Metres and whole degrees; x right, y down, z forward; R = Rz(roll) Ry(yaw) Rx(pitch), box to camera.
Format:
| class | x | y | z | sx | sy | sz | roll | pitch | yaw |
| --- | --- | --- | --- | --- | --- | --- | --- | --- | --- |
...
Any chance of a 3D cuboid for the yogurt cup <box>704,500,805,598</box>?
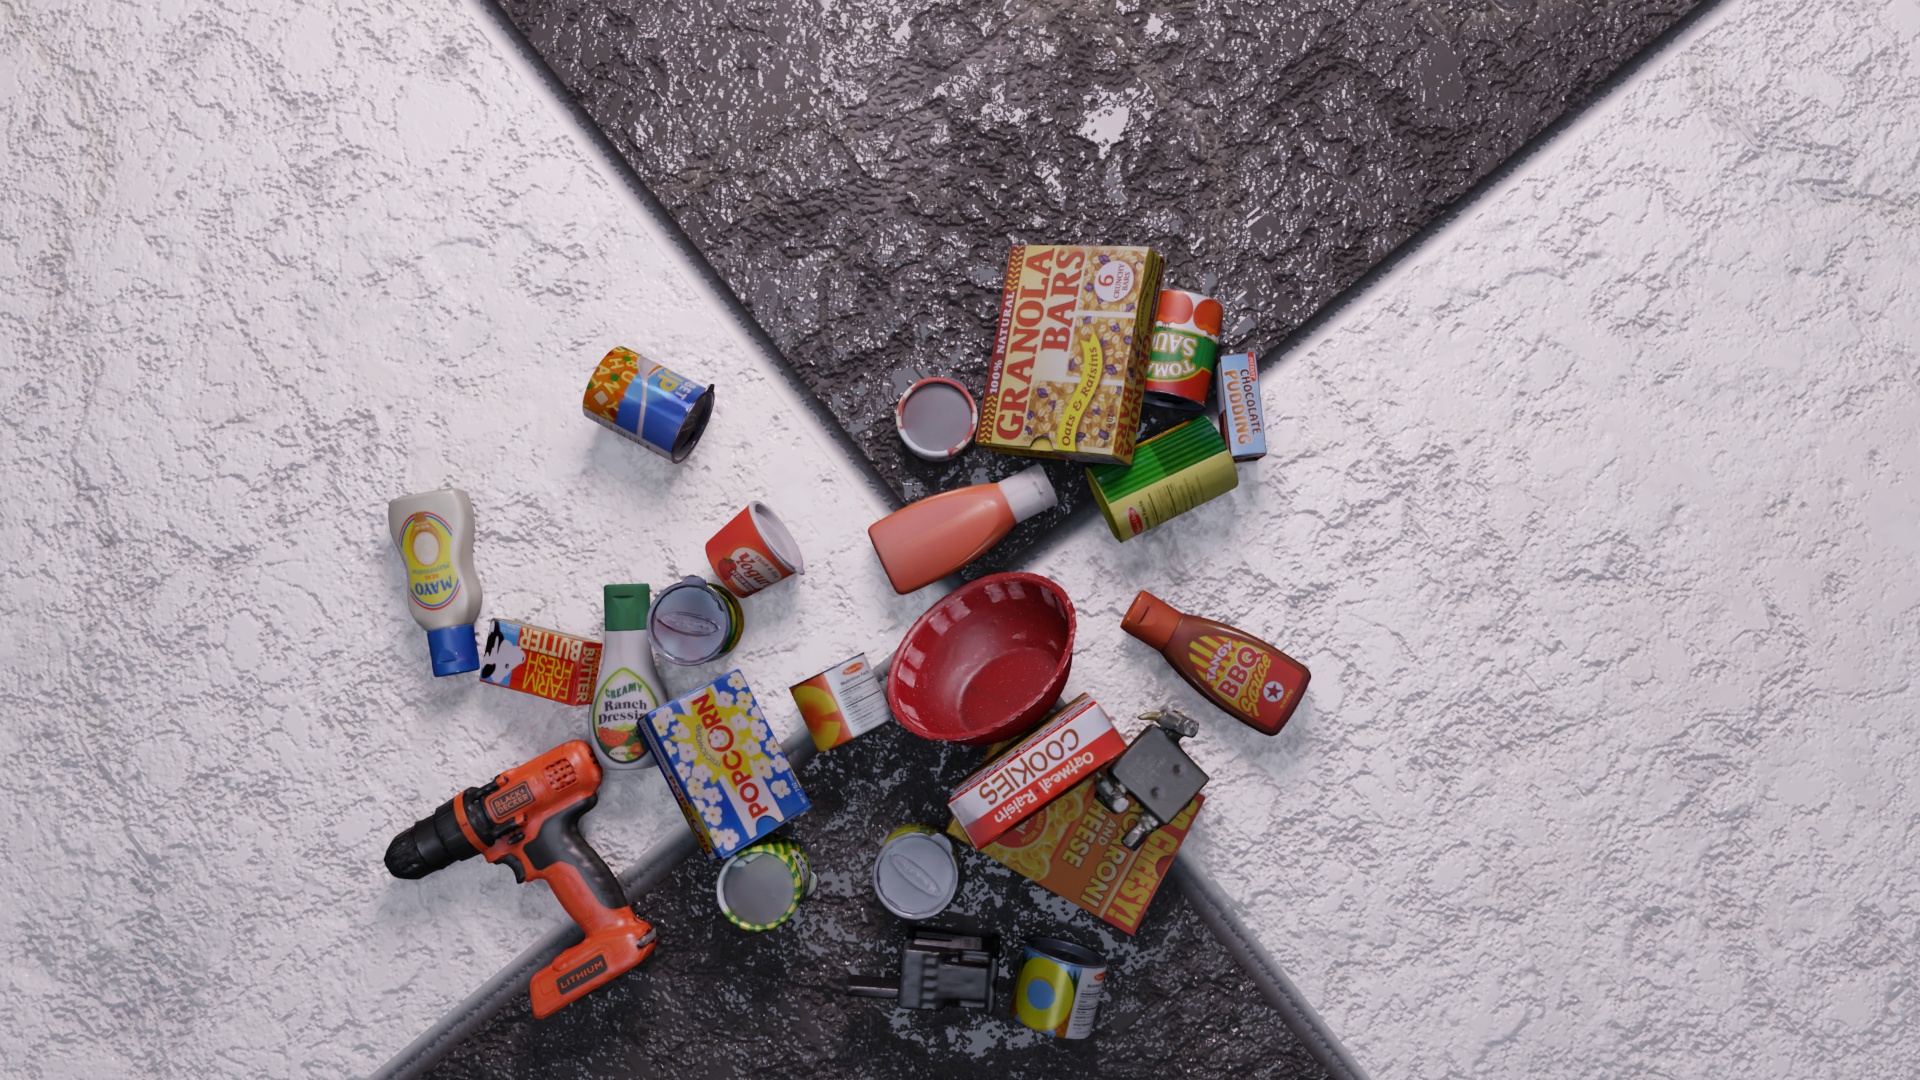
| class | x | y | z | sx | sy | sz | roll | pitch | yaw |
| --- | --- | --- | --- | --- | --- | --- | --- | --- | --- |
| yogurt cup | -0.166 | 0.010 | 1.107 | 0.054 | 0.072 | 0.072 | -34 | 87 | 8 |

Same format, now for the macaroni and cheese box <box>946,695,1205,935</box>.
| class | x | y | z | sx | sy | sz | roll | pitch | yaw |
| --- | --- | --- | --- | --- | --- | --- | --- | --- | --- |
| macaroni and cheese box | 0.091 | 0.215 | 1.098 | 0.166 | 0.040 | 0.123 | 29 | 88 | 3 |

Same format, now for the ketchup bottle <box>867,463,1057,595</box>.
| class | x | y | z | sx | sy | sz | roll | pitch | yaw |
| --- | --- | --- | --- | --- | --- | --- | --- | --- | --- |
| ketchup bottle | 0.004 | -0.014 | 1.112 | 0.149 | 0.043 | 0.064 | -25 | 88 | 0 |

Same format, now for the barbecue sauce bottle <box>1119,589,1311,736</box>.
| class | x | y | z | sx | sy | sz | roll | pitch | yaw |
| --- | --- | --- | --- | --- | --- | --- | --- | --- | --- |
| barbecue sauce bottle | 0.199 | 0.092 | 1.100 | 0.148 | 0.043 | 0.065 | 31 | 88 | 3 |

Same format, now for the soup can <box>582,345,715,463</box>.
| class | x | y | z | sx | sy | sz | roll | pitch | yaw |
| --- | --- | --- | --- | --- | --- | --- | --- | --- | --- |
| soup can | -0.248 | -0.112 | 1.113 | 0.084 | 0.071 | 0.071 | 27 | 89 | 3 |

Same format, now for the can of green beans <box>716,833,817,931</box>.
| class | x | y | z | sx | sy | sz | roll | pitch | yaw |
| --- | --- | --- | --- | --- | --- | --- | --- | --- | --- |
| can of green beans | -0.154 | 0.269 | 1.095 | 0.071 | 0.058 | 0.071 | 0 | 87 | 2 |

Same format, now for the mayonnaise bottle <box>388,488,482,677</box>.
| class | x | y | z | sx | sy | sz | roll | pitch | yaw |
| --- | --- | --- | --- | --- | --- | --- | --- | --- | --- |
| mayonnaise bottle | -0.419 | 0.035 | 1.123 | 0.065 | 0.041 | 0.148 | -11 | 86 | 1 |

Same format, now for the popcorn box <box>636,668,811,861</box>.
| class | x | y | z | sx | sy | sz | roll | pitch | yaw |
| --- | --- | --- | --- | --- | --- | --- | --- | --- | --- |
| popcorn box | -0.186 | 0.176 | 1.091 | 0.085 | 0.038 | 0.126 | -26 | 86 | -35 |

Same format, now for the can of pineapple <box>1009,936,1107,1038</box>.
| class | x | y | z | sx | sy | sz | roll | pitch | yaw |
| --- | --- | --- | --- | --- | --- | --- | --- | --- | --- |
| can of pineapple | 0.075 | 0.347 | 1.081 | 0.071 | 0.071 | 0.058 | 14 | 88 | 2 |

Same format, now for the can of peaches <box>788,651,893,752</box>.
| class | x | y | z | sx | sy | sz | roll | pitch | yaw |
| --- | --- | --- | --- | --- | --- | --- | --- | --- | --- |
| can of peaches | -0.095 | 0.128 | 1.098 | 0.071 | 0.071 | 0.058 | -26 | 87 | 1 |

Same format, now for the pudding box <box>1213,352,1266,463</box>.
| class | x | y | z | sx | sy | sz | roll | pitch | yaw |
| --- | --- | --- | --- | --- | --- | --- | --- | --- | --- |
| pudding box | 0.222 | -0.104 | 1.106 | 0.030 | 0.049 | 0.083 | -5 | 86 | 3 |

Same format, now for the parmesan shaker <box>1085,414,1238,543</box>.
| class | x | y | z | sx | sy | sz | roll | pitch | yaw |
| --- | --- | --- | --- | --- | --- | --- | --- | --- | --- |
| parmesan shaker | 0.160 | -0.048 | 1.100 | 0.103 | 0.071 | 0.071 | -25 | 87 | 0 |

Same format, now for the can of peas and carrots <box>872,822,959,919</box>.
| class | x | y | z | sx | sy | sz | roll | pitch | yaw |
| --- | --- | --- | --- | --- | --- | --- | --- | --- | --- |
| can of peas and carrots | -0.032 | 0.256 | 1.091 | 0.071 | 0.058 | 0.071 | 0 | 87 | 1 |

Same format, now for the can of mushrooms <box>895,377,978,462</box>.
| class | x | y | z | sx | sy | sz | roll | pitch | yaw |
| --- | --- | --- | --- | --- | --- | --- | --- | --- | --- |
| can of mushrooms | -0.018 | -0.100 | 1.122 | 0.071 | 0.033 | 0.071 | 0 | 87 | 3 |

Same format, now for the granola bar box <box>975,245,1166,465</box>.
| class | x | y | z | sx | sy | sz | roll | pitch | yaw |
| --- | --- | --- | --- | --- | --- | --- | --- | --- | --- |
| granola bar box | 0.085 | -0.147 | 1.089 | 0.124 | 0.039 | 0.165 | 8 | 85 | 33 |

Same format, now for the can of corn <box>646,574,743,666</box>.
| class | x | y | z | sx | sy | sz | roll | pitch | yaw |
| --- | --- | --- | --- | --- | --- | --- | --- | --- | --- |
| can of corn | -0.210 | 0.063 | 1.107 | 0.071 | 0.058 | 0.071 | 0 | 87 | 2 |

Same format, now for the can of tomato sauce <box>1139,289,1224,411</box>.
| class | x | y | z | sx | sy | sz | roll | pitch | yaw |
| --- | --- | --- | --- | --- | --- | --- | --- | --- | --- |
| can of tomato sauce | 0.169 | -0.151 | 1.100 | 0.071 | 0.071 | 0.083 | 12 | 87 | 2 |

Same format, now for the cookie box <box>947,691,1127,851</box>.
| class | x | y | z | sx | sy | sz | roll | pitch | yaw |
| --- | --- | --- | --- | --- | --- | --- | --- | --- | --- |
| cookie box | 0.055 | 0.162 | 0.998 | 0.123 | 0.167 | 0.040 | -35 | 86 | 0 |

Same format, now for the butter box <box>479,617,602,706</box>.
| class | x | y | z | sx | sy | sz | roll | pitch | yaw |
| --- | --- | --- | --- | --- | --- | --- | --- | --- | --- |
| butter box | -0.335 | 0.096 | 1.107 | 0.103 | 0.024 | 0.053 | 10 | 88 | 27 |

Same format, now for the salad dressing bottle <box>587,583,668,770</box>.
| class | x | y | z | sx | sy | sz | roll | pitch | yaw |
| --- | --- | --- | --- | --- | --- | --- | --- | --- | --- |
| salad dressing bottle | -0.266 | 0.108 | 1.113 | 0.064 | 0.044 | 0.147 | -2 | 87 | -4 |
